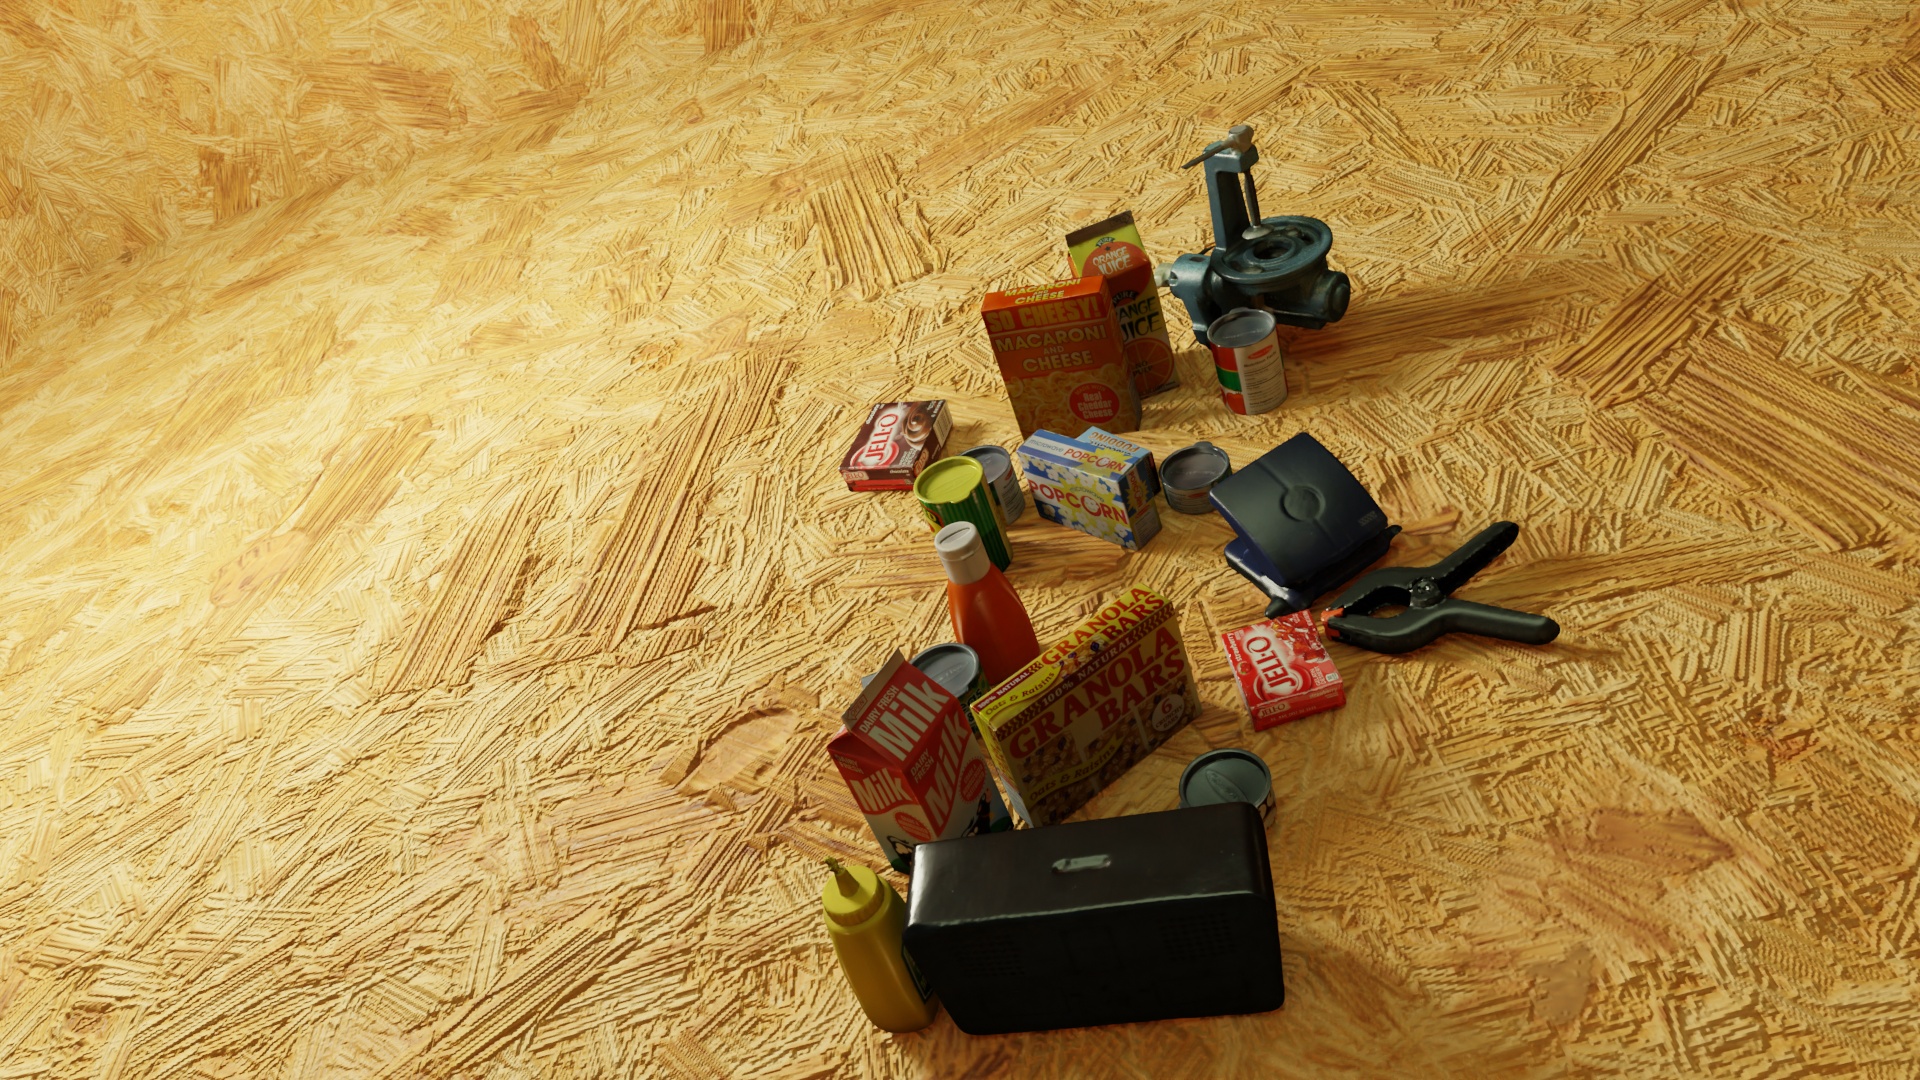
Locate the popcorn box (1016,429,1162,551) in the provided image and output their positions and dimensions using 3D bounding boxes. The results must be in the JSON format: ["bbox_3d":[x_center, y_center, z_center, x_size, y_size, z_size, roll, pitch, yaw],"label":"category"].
[{"bbox_3d":[0.118,-0.048,1.281,0.127,0.085,0.038,21,54,42],"label":"popcorn box"}]

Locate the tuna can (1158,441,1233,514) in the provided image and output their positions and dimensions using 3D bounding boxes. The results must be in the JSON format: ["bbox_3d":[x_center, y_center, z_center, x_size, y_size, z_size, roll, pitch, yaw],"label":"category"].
[{"bbox_3d":[0.220,-0.058,1.288,0.071,0.032,0.071,-13,38,10],"label":"tuna can"}]

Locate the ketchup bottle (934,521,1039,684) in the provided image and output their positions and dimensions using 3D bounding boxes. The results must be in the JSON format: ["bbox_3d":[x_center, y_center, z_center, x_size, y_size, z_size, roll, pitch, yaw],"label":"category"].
[{"bbox_3d":[0.018,0.051,1.152,0.065,0.148,0.044,-28,37,-8],"label":"ketchup bottle"}]

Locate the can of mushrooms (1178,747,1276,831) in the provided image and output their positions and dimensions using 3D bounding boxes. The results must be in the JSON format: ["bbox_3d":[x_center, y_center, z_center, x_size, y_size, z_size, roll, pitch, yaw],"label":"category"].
[{"bbox_3d":[0.190,0.186,0.998,0.071,0.033,0.071,-13,38,10],"label":"can of mushrooms"}]

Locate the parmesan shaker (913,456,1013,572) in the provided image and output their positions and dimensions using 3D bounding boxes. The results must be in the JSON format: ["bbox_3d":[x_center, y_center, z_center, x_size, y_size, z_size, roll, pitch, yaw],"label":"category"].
[{"bbox_3d":[0.005,-0.016,1.281,0.071,0.102,0.072,-13,37,11],"label":"parmesan shaker"}]

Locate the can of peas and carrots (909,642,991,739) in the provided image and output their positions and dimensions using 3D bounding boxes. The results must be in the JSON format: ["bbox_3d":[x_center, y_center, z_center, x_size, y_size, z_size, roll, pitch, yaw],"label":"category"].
[{"bbox_3d":[-0.007,0.128,1.143,0.071,0.058,0.071,-13,37,11],"label":"can of peas and carrots"}]

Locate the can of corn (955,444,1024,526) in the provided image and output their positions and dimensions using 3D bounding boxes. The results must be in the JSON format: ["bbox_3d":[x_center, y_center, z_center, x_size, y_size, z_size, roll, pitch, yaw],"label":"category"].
[{"bbox_3d":[0.022,-0.051,1.352,0.071,0.058,0.071,-13,37,11],"label":"can of corn"}]

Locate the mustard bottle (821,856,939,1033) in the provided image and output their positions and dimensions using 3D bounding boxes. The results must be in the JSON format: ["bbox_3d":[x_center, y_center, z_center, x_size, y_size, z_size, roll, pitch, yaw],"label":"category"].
[{"bbox_3d":[-0.057,0.261,0.917,0.049,0.159,0.066,-12,38,12],"label":"mustard bottle"}]

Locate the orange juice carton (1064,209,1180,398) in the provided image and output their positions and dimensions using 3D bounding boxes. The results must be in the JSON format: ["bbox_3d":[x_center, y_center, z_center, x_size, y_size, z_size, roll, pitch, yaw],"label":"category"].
[{"bbox_3d":[0.161,-0.239,1.409,0.072,0.191,0.073,-20,37,2],"label":"orange juice carton"}]

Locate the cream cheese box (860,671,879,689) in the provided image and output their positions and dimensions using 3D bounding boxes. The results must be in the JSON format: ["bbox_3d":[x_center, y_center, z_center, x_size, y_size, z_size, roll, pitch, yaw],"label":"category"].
[{"bbox_3d":[-0.056,0.160,1.132,0.024,0.053,0.104,-20,37,2],"label":"cream cheese box"}]

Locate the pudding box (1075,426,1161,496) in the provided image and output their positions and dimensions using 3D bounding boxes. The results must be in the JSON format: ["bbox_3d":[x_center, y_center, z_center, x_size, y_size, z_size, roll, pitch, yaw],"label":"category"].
[{"bbox_3d":[0.149,-0.072,1.325,0.030,0.049,0.084,-38,40,-21],"label":"pudding box"}]

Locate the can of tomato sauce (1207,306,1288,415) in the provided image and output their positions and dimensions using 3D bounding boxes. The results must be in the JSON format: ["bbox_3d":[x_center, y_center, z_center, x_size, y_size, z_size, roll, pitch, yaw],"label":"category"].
[{"bbox_3d":[0.282,-0.176,1.363,0.071,0.082,0.071,-13,37,11],"label":"can of tomato sauce"}]

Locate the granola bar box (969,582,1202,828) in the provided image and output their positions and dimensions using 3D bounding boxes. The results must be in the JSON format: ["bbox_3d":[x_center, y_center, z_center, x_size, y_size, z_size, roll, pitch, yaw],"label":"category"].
[{"bbox_3d":[0.097,0.126,1.041,0.166,0.123,0.039,-34,39,-17],"label":"granola bar box"}]

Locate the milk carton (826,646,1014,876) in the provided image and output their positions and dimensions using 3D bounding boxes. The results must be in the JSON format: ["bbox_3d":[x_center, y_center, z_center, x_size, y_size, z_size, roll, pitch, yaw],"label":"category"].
[{"bbox_3d":[-0.033,0.165,1.000,0.073,0.189,0.073,10,47,35],"label":"milk carton"}]

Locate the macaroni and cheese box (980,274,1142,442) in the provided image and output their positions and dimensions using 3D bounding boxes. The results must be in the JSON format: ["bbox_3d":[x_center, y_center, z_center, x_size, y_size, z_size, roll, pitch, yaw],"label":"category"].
[{"bbox_3d":[0.102,-0.178,1.383,0.123,0.165,0.040,-6,39,19],"label":"macaroni and cheese box"}]
